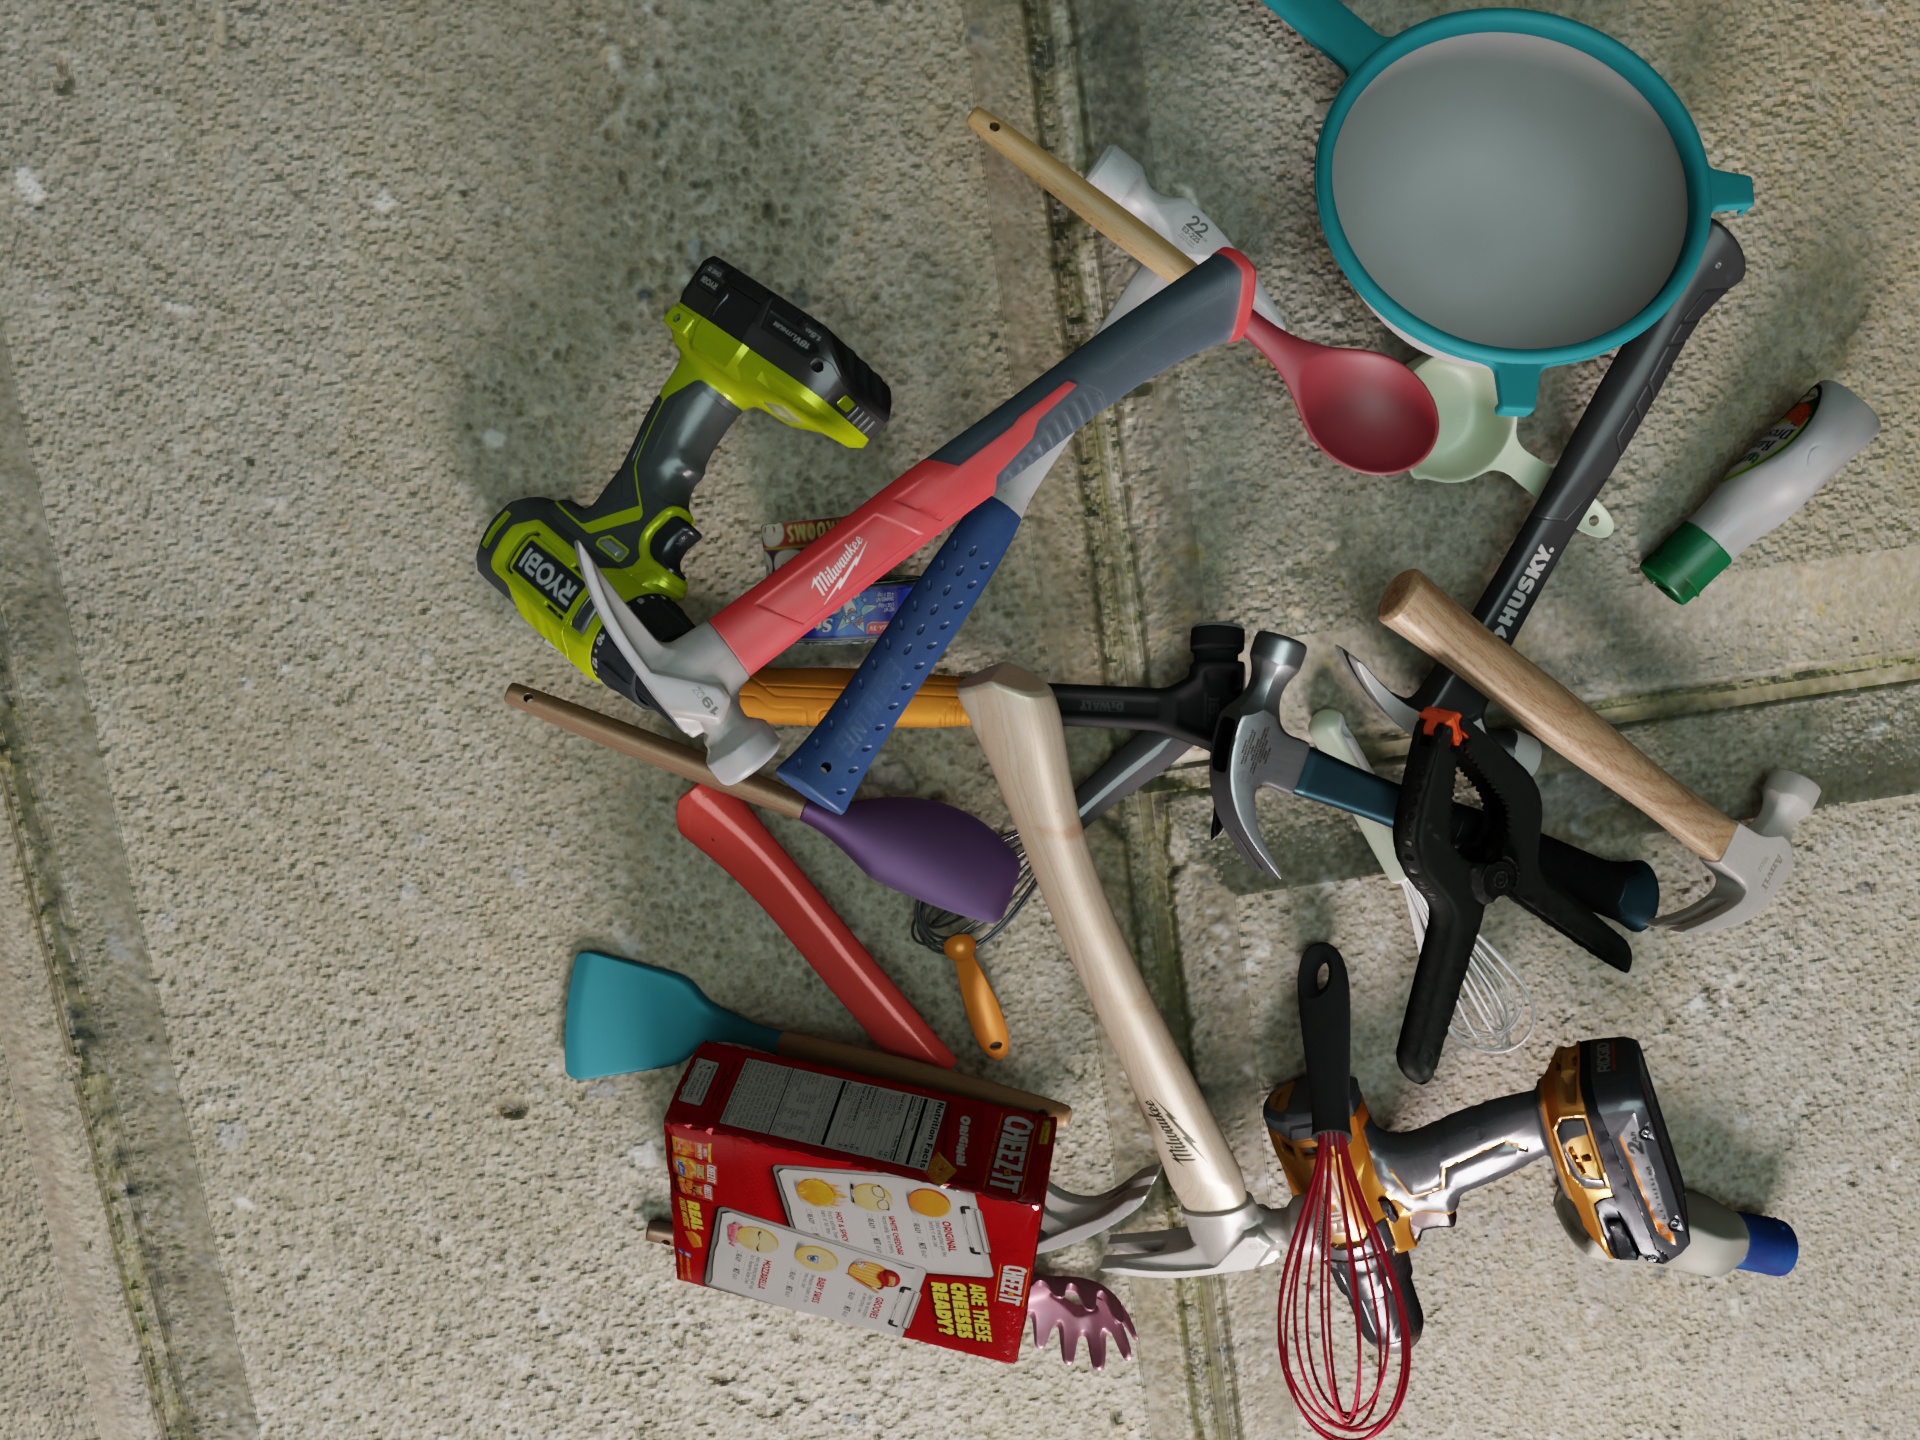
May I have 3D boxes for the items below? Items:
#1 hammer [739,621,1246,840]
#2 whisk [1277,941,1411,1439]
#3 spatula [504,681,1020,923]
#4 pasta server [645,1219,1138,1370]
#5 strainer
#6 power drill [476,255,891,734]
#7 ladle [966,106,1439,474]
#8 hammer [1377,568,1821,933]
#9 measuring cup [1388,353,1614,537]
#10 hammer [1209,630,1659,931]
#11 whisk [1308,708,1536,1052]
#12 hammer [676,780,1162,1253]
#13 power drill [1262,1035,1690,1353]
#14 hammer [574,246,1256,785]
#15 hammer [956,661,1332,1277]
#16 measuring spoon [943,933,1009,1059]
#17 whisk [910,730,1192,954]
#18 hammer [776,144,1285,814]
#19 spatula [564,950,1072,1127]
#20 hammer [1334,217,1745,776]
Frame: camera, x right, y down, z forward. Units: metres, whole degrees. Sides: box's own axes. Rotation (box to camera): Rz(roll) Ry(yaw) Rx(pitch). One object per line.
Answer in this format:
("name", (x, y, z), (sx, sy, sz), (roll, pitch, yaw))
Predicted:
("hammer", (-0.001, -0.003, 0.937), (0.337, 0.034, 0.127), (3, 80, 1))
("whisk", (0.214, 0.259, 0.915), (0.073, 0.296, 0.073), (4, 143, 3))
("spatula", (-0.114, 0.039, 0.928), (0.316, 0.018, 0.060), (21, 74, -3))
("pasta server", (-0.044, 0.356, 1.009), (0.316, 0.040, 0.060), (11, 125, -3))
("strainer", (0.251, -0.323, 0.898), (0.211, 0.095, 0.340), (-42, 79, -8))
("power drill", (-0.143, -0.119, 0.871), (0.191, 0.080, 0.228), (38, 93, 29))
("ladle", (0.134, -0.240, 0.885), (0.315, 0.031, 0.069), (35, 84, -7))
("hammer", (0.371, 0.017, 0.936), (0.331, 0.031, 0.130), (33, 81, -18))
("measuring cup", (0.321, -0.158, 0.950), (0.167, 0.038, 0.083), (31, 99, -17))
("hammer", (0.288, 0.061, 0.940), (0.330, 0.033, 0.128), (20, 91, -22))
("whisk", (0.281, 0.100, 0.983), (0.059, 0.058, 0.246), (-27, 96, 30))
("hammer", (-0.040, 0.173, 0.957), (0.149, 0.037, 0.359), (-35, 96, 35))
("power drill", (0.317, 0.294, 0.970), (0.226, 0.084, 0.185), (-16, 100, 25))
("hammer", (-0.009, -0.139, 0.819), (0.386, 0.038, 0.143), (-38, 104, -10))
("hammer", (0.083, 0.158, 0.935), (0.146, 0.038, 0.410), (-16, 108, 25))
("measuring spoon", (0.012, 0.172, 0.968), (0.021, 0.011, 0.116), (-17, 128, 0))
("whisk", (0.066, 0.060, 0.964), (0.239, 0.055, 0.055), (-39, 99, 0))
("hammer", (0.033, -0.123, 0.881), (0.144, 0.035, 0.405), (35, 78, -10))
("spatula", (-0.088, 0.203, 0.947), (0.317, 0.044, 0.082), (9, 96, 20))
("hammer", (0.348, -0.131, 0.924), (0.146, 0.035, 0.334), (22, 104, -17))
